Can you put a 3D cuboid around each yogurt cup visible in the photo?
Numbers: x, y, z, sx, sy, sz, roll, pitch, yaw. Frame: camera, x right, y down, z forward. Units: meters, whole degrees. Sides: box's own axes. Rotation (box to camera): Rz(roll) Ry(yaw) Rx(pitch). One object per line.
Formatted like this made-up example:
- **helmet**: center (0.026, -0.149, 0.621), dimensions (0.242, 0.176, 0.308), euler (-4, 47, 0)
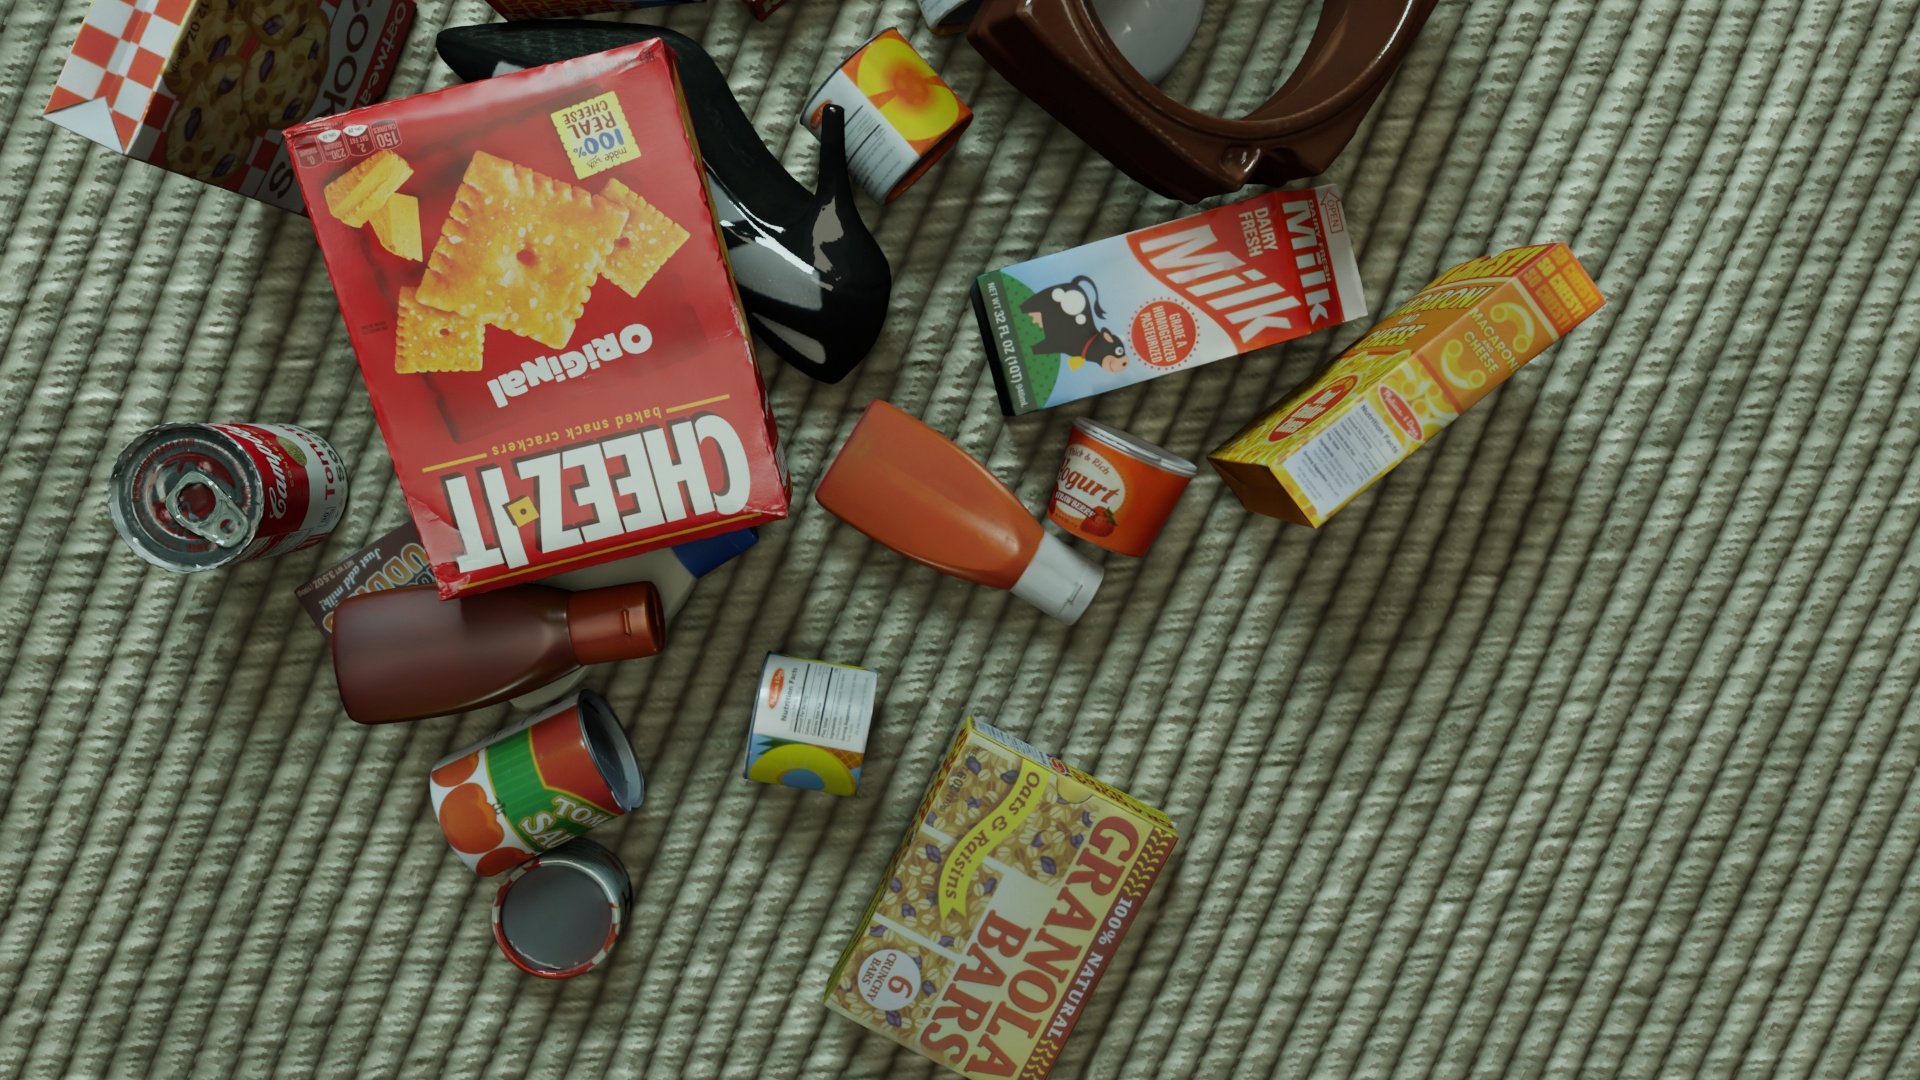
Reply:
- **yogurt cup**: center (0.079, -0.026, 0.706), dimensions (0.072, 0.072, 0.054), euler (22, 101, -4)

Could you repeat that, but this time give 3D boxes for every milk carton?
- **milk carton**: center (0.106, -0.121, 0.695), dimensions (0.191, 0.073, 0.072), euler (-15, 95, -2)

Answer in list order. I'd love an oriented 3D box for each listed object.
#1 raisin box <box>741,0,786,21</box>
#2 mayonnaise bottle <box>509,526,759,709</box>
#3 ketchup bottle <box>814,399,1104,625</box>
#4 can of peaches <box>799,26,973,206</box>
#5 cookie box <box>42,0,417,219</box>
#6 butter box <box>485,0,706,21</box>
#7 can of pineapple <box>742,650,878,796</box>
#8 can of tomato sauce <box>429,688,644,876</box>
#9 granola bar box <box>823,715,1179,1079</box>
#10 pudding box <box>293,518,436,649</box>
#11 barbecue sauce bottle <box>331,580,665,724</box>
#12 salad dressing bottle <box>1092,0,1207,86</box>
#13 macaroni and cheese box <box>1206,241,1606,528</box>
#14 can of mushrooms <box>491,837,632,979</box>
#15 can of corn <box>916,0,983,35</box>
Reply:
- **raisin box**: center (-0.108, -0.336, 0.687), dimensions (0.086, 0.040, 0.123), euler (-39, 96, 0)
- **mayonnaise bottle**: center (-0.175, 0.024, 0.710), dimensions (0.148, 0.041, 0.064), euler (-31, 93, -1)
- **ketchup bottle**: center (0.003, -0.009, 0.713), dimensions (0.149, 0.043, 0.064), euler (32, 93, -5)
- **can of peaches**: center (-0.034, -0.210, 0.687), dimensions (0.071, 0.071, 0.058), euler (-43, 95, 1)
- **cookie box**: center (-0.315, -0.217, 0.623), dimensions (0.040, 0.167, 0.123), euler (25, 93, -1)
- **butter box**: center (-0.180, -0.277, 0.681), dimensions (0.103, 0.053, 0.024), euler (-6, 97, -1)
- **can of pineapple**: center (-0.076, 0.094, 0.707), dimensions (0.058, 0.071, 0.071), euler (11, 94, -3)
- **can of tomato sauce**: center (-0.212, 0.124, 0.701), dimensions (0.083, 0.071, 0.071), euler (-25, 95, 0)
- **granola bar box**: center (0.021, 0.194, 0.731), dimensions (0.124, 0.039, 0.165), euler (28, 93, -4)
- **pudding box**: center (-0.287, 0.023, 0.709), dimensions (0.084, 0.030, 0.049), euler (-31, 96, 0)
- **barbecue sauce bottle**: center (-0.219, 0.048, 0.665), dimensions (0.149, 0.043, 0.065), euler (-8, 89, 1)
- **salad dressing bottle**: center (0.107, -0.289, 0.699), dimensions (0.064, 0.044, 0.147), euler (39, 90, -11)
- **macaroni and cheese box**: center (0.209, -0.076, 0.678), dimensions (0.166, 0.124, 0.040), euler (-38, 96, 0)
- **can of mushrooms**: center (-0.208, 0.194, 0.723), dimensions (0.071, 0.033, 0.071), euler (0, 94, -3)
- **can of corn**: center (0.005, -0.291, 0.684), dimensions (0.071, 0.071, 0.058), euler (-24, 96, 0)
